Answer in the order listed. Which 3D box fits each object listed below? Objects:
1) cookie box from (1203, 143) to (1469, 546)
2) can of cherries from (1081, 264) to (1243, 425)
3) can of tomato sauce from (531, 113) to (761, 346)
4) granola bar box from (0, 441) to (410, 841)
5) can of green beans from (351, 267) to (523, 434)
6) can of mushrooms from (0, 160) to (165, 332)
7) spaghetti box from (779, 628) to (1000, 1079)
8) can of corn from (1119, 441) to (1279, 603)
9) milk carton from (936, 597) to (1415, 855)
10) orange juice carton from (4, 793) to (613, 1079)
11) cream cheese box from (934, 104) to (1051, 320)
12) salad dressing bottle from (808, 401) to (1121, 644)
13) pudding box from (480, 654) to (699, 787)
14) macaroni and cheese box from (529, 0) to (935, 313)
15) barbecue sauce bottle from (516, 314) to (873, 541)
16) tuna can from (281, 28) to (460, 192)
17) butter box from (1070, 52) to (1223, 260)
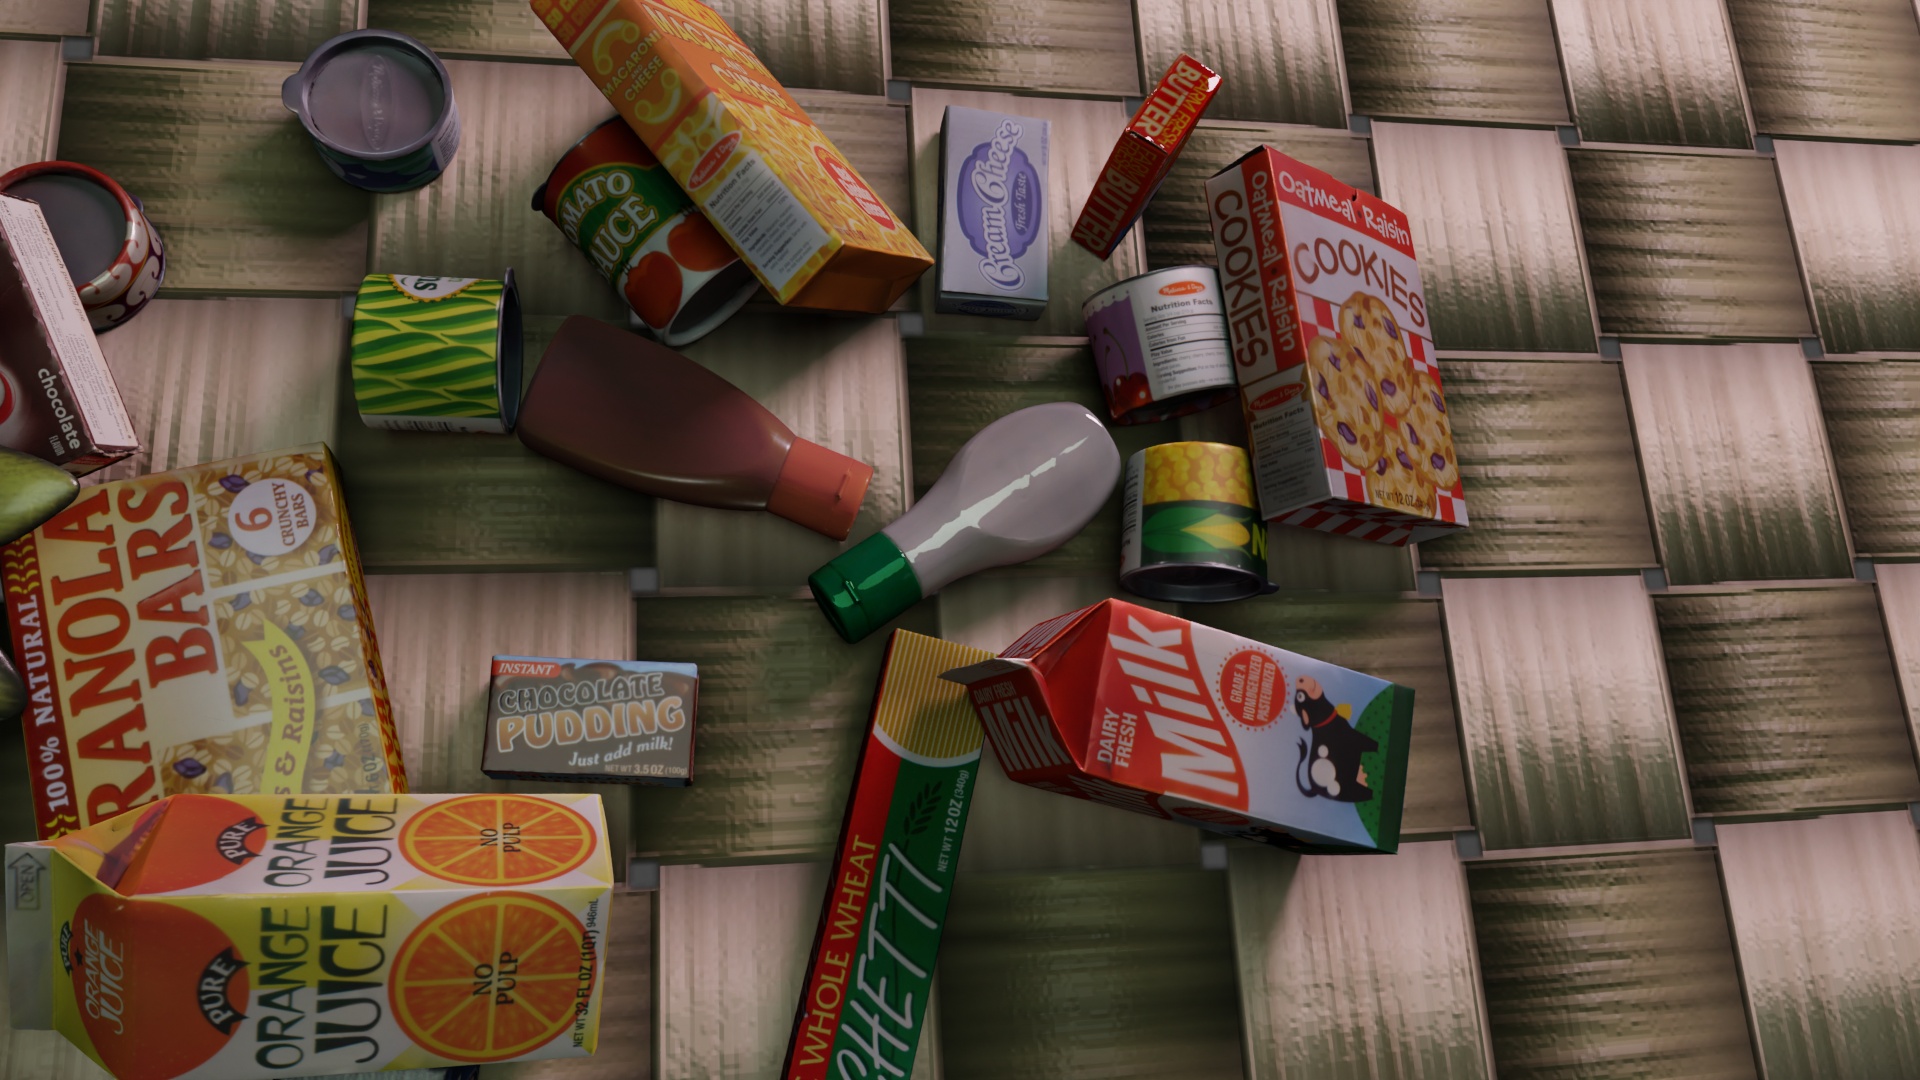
[{"bbox_3d":[0.178,-0.088,0.650,0.123,0.040,0.168,8,70,-43],"label":"cookie box"},{"bbox_3d":[0.095,-0.090,0.651,0.071,0.071,0.058,-12,83,-14],"label":"can of cherries"},{"bbox_3d":[-0.135,-0.137,0.619,0.071,0.071,0.083,-41,86,-18],"label":"can of tomato sauce"},{"bbox_3d":[-0.297,0.054,0.549,0.124,0.039,0.166,-14,78,-14],"label":"granola bar box"},{"bbox_3d":[-0.219,-0.079,0.587,0.058,0.071,0.071,2,74,-10],"label":"can of green beans"},{"bbox_3d":[-0.377,-0.126,0.588,0.071,0.033,0.071,3,74,-9],"label":"can of mushrooms"},{"bbox_3d":[-0.034,0.161,0.575,0.050,0.028,0.251,15,72,-6],"label":"spaghetti box"},{"bbox_3d":[0.109,-0.007,0.630,0.071,0.071,0.058,7,73,-9],"label":"can of corn"},{"bbox_3d":[0.088,0.077,0.583,0.191,0.072,0.073,17,72,-17],"label":"milk carton"},{"bbox_3d":[-0.226,0.138,0.493,0.193,0.073,0.071,4,106,-20],"label":"orange juice carton"},{"bbox_3d":[0.016,-0.160,0.678,0.053,0.024,0.104,4,74,-9],"label":"cream cheese box"},{"bbox_3d":[0.002,-0.008,0.623,0.148,0.044,0.064,-33,84,-16],"label":"salad dressing bottle"},{"bbox_3d":[-0.152,0.075,0.576,0.084,0.030,0.050,4,73,-10],"label":"pudding box"},{"bbox_3d":[-0.095,-0.174,0.610,0.040,0.124,0.166,-42,84,17],"label":"macaroni and cheese box"},{"bbox_3d":[-0.113,-0.043,0.610,0.148,0.043,0.065,22,73,-5],"label":"barbecue sauce bottle"},{"bbox_3d":[-0.265,-0.194,0.628,0.071,0.032,0.071,3,74,-10],"label":"tuna can"},{"bbox_3d":[0.086,-0.179,0.655,0.024,0.103,0.053,35,72,1],"label":"butter box"}]
